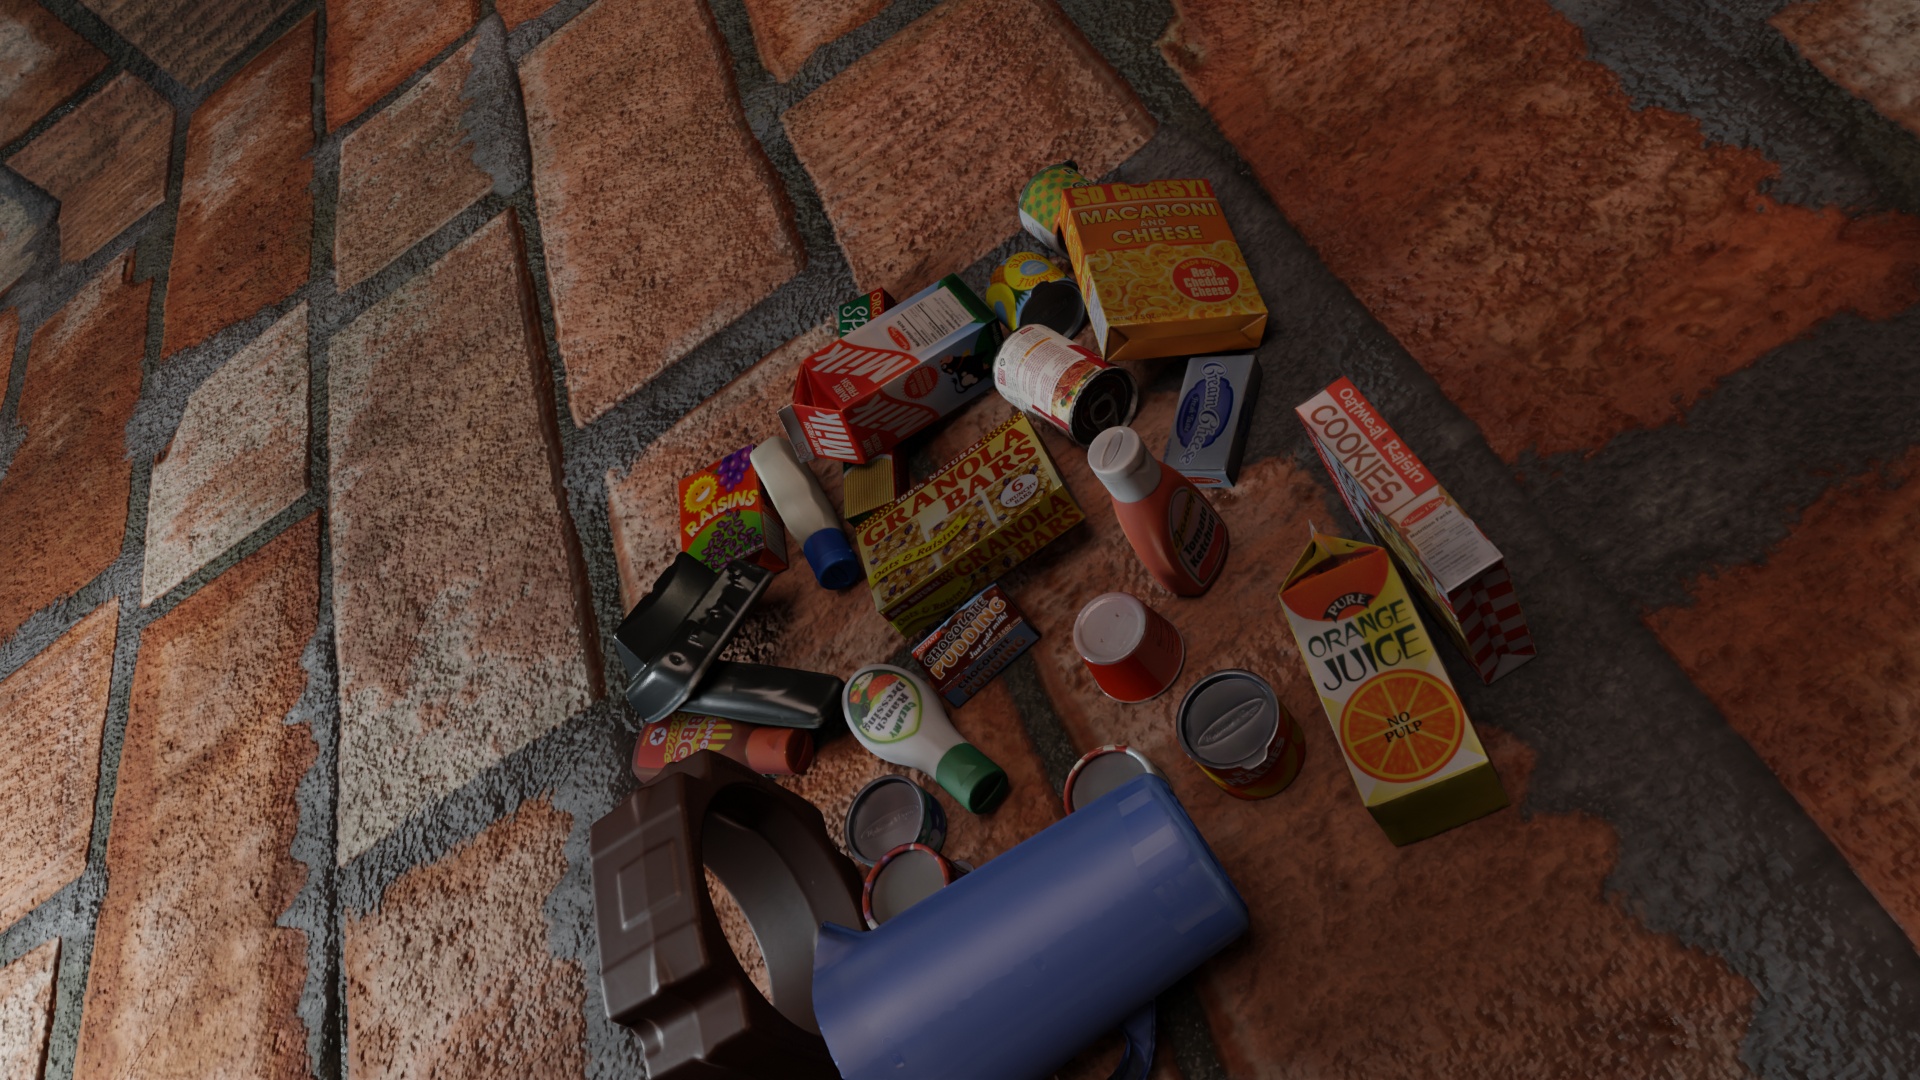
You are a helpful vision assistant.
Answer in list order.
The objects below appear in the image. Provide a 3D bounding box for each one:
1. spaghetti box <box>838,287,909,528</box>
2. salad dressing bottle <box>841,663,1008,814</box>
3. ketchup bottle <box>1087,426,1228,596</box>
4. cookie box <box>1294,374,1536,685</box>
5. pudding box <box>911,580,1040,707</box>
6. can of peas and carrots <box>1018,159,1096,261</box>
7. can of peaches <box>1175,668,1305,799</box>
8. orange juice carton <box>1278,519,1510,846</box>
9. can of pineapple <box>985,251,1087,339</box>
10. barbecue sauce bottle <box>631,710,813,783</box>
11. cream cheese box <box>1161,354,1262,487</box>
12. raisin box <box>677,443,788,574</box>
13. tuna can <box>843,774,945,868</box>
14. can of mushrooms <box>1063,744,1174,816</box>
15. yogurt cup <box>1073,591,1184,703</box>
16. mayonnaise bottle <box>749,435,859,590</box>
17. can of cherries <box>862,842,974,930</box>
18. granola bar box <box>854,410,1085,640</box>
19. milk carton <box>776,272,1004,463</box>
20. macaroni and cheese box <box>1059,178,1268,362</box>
[{"bbox_3d":[-0.077,-0.119,1.210,0.050,0.028,0.251,-20,52,20],"label":"spaghetti box"},{"bbox_3d":[-0.026,0.141,0.994,0.064,0.044,0.148,-51,48,-7],"label":"salad dressing bottle"},{"bbox_3d":[0.132,-0.022,0.931,0.043,0.148,0.065,9,66,38],"label":"ketchup bottle"},{"bbox_3d":[0.277,-0.008,0.846,0.040,0.122,0.168,-34,48,8],"label":"cookie box"},{"bbox_3d":[0.011,0.076,1.023,0.083,0.030,0.050,-41,46,3],"label":"pudding box"},{"bbox_3d":[0.093,-0.280,1.182,0.071,0.070,0.059,-43,48,1],"label":"can of peas and carrots"},{"bbox_3d":[0.177,0.124,0.867,0.071,0.058,0.071,-16,53,23],"label":"can of peaches"},{"bbox_3d":[0.252,0.077,0.841,0.073,0.071,0.193,-26,50,15],"label":"orange juice carton"},{"bbox_3d":[0.062,-0.199,1.147,0.071,0.071,0.058,-42,47,2],"label":"can of pineapple"},{"bbox_3d":[-0.184,0.162,1.081,0.148,0.043,0.065,-4,52,30],"label":"barbecue sauce bottle"},{"bbox_3d":[0.185,-0.089,1.025,0.053,0.024,0.104,2,62,33],"label":"cream cheese box"},{"bbox_3d":[-0.201,-0.015,1.213,0.086,0.040,0.124,-26,49,17],"label":"raisin box"},{"bbox_3d":[-0.045,0.202,0.973,0.071,0.032,0.071,-16,53,23],"label":"tuna can"},{"bbox_3d":[0.101,0.169,0.902,0.071,0.033,0.071,-16,54,23],"label":"can of mushrooms"},{"bbox_3d":[0.112,0.070,0.947,0.072,0.054,0.073,-16,54,23],"label":"yogurt cup"},{"bbox_3d":[-0.128,-0.022,1.157,0.041,0.064,0.148,-36,51,5],"label":"mayonnaise bottle"},{"bbox_3d":[-0.022,0.237,0.918,0.071,0.058,0.072,-16,54,24],"label":"can of cherries"},{"bbox_3d":[0.004,-0.013,1.063,0.165,0.039,0.125,-35,33,8],"label":"granola bar box"},{"bbox_3d":[-0.059,-0.132,1.145,0.191,0.072,0.074,-32,54,-10],"label":"milk carton"},{"bbox_3d":[0.154,-0.215,1.082,0.124,0.040,0.167,-6,52,-8],"label":"macaroni and cheese box"}]
